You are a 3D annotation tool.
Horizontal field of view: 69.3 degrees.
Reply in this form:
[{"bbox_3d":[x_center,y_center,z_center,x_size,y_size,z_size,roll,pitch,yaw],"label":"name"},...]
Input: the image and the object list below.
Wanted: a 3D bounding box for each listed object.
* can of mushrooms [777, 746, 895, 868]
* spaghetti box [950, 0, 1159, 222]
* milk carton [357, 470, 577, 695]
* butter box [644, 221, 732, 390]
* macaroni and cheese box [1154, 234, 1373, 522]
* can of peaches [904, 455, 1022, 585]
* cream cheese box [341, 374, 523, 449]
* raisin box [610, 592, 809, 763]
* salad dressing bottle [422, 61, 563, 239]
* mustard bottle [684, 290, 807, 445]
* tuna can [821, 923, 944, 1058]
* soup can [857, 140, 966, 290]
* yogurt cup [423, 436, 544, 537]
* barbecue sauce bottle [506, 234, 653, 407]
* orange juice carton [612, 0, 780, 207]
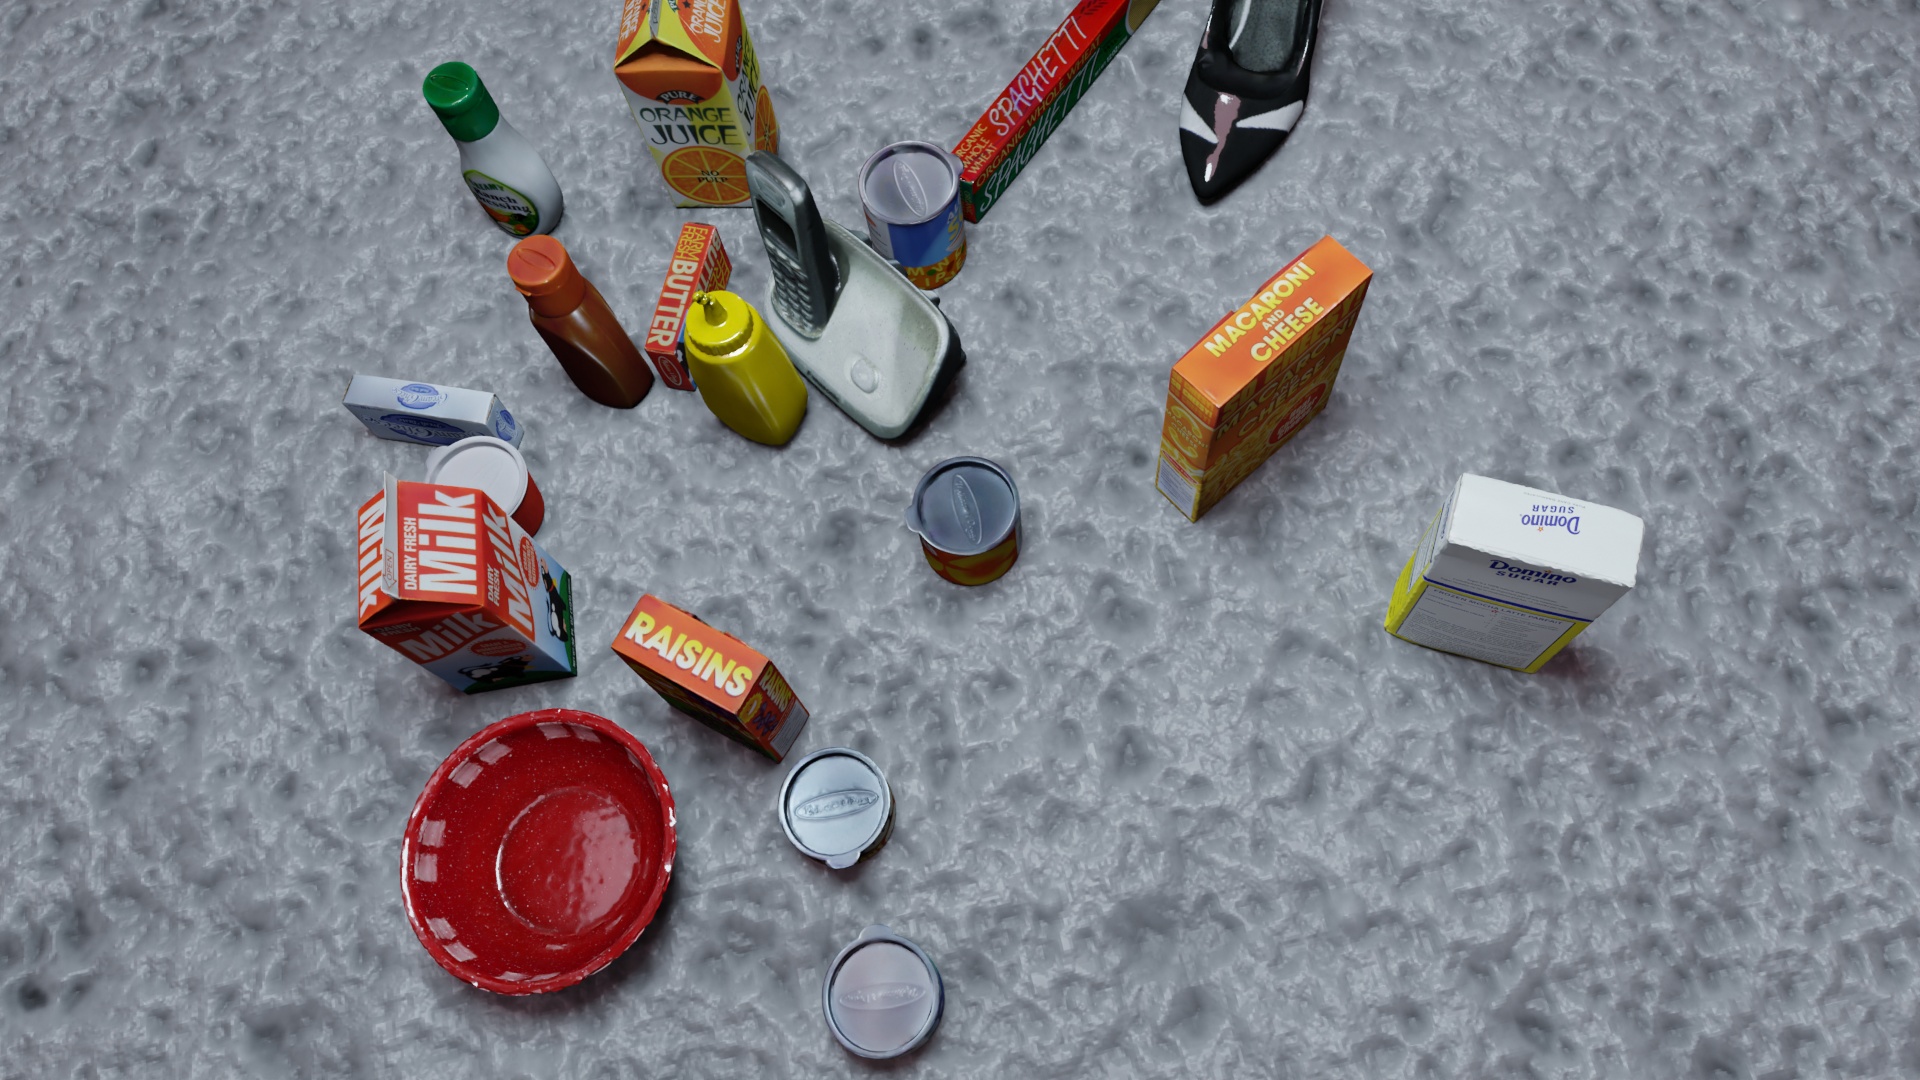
[{"bbox_3d":[-0.072,0.160,0.820,0.071,0.033,0.071,-2,68,4],"label":"can of mushrooms"},{"bbox_3d":[0.070,-0.333,0.999,0.029,0.050,0.251,33,74,16],"label":"spaghetti box"},{"bbox_3d":[-0.291,0.028,0.807,0.073,0.190,0.072,-10,68,1],"label":"milk carton"},{"bbox_3d":[-0.185,-0.160,0.949,0.024,0.053,0.104,9,69,8],"label":"butter box"},{"bbox_3d":[0.175,-0.091,0.829,0.124,0.166,0.040,-41,71,-11],"label":"macaroni and cheese box"},{"bbox_3d":[0.003,-0.011,0.870,0.071,0.058,0.071,-2,68,4],"label":"can of peaches"},{"bbox_3d":[-0.352,-0.084,0.932,0.104,0.053,0.024,8,69,8],"label":"cream cheese box"},{"bbox_3d":[-0.142,0.082,0.809,0.086,0.123,0.040,26,73,14],"label":"raisin box"},{"bbox_3d":[-0.320,-0.265,0.952,0.064,0.147,0.044,18,71,12],"label":"salad dressing bottle"},{"bbox_3d":[-0.139,-0.114,0.868,0.065,0.159,0.049,23,72,13],"label":"mustard bottle"},{"bbox_3d":[-0.043,0.254,0.780,0.071,0.032,0.071,-2,68,4],"label":"tuna can"},{"bbox_3d":[-0.028,-0.220,0.943,0.071,0.083,0.071,-2,68,4],"label":"soup can"},{"bbox_3d":[-0.307,-0.027,0.904,0.072,0.053,0.072,-2,68,4],"label":"yogurt cup"},{"bbox_3d":[-0.247,-0.140,0.894,0.065,0.148,0.044,28,73,15],"label":"barbecue sauce bottle"},{"bbox_3d":[-0.178,-0.308,0.933,0.073,0.192,0.072,1,69,5],"label":"orange juice carton"}]
